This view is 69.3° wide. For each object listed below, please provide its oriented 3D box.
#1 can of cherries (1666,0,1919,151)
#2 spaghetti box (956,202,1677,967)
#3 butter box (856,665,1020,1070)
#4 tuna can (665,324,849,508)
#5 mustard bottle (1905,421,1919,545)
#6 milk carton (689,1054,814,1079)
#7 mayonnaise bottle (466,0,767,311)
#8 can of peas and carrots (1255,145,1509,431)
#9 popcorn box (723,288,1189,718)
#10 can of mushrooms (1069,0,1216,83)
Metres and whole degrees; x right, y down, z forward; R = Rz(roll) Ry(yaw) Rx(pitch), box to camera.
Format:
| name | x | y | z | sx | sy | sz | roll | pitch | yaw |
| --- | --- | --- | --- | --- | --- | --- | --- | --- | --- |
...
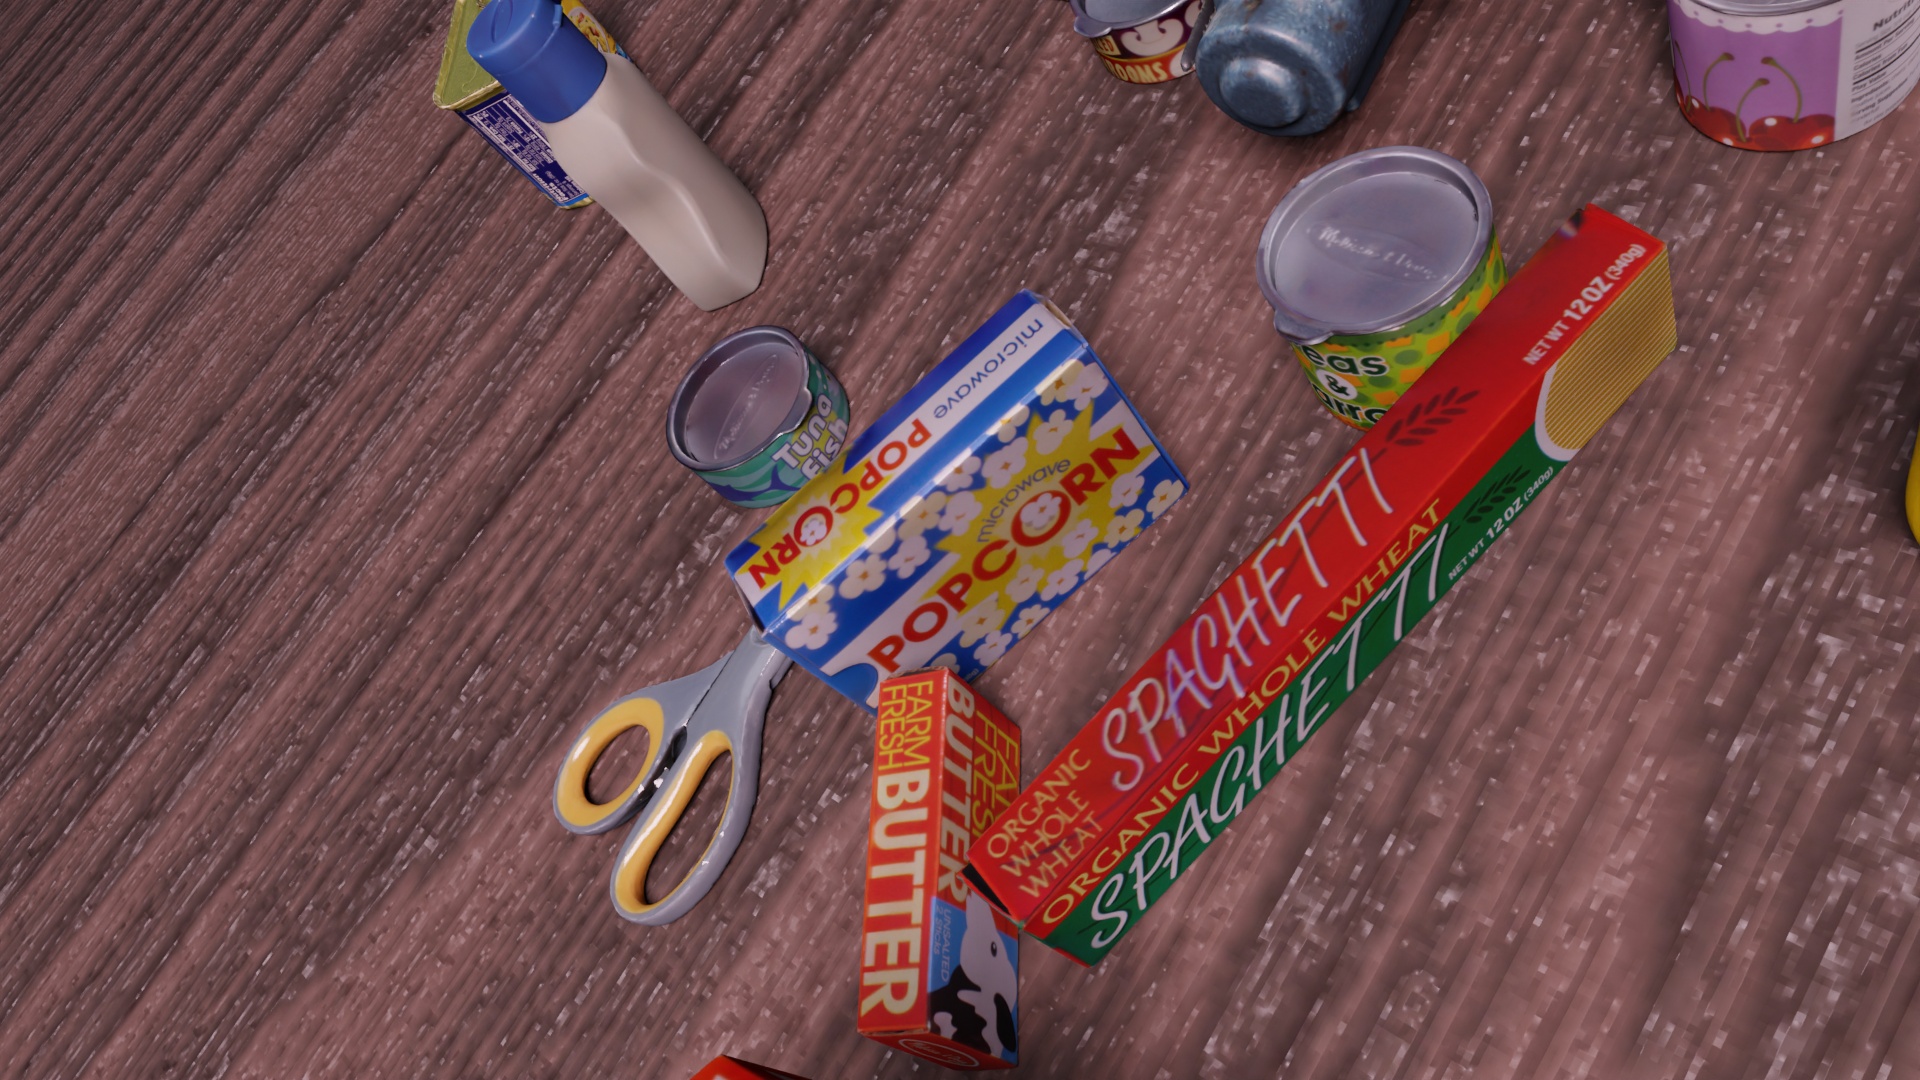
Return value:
| name | x | y | z | sx | sy | sz | roll | pitch | yaw |
| --- | --- | --- | --- | --- | --- | --- | --- | --- | --- |
| can of cherries | 0.238 | -0.157 | 0.400 | 0.071 | 0.058 | 0.072 | -15 | 56 | 23 |
| spaghetti box | 0.102 | 0.015 | 0.384 | 0.250 | 0.050 | 0.029 | -46 | 50 | -1 |
| butter box | -0.004 | 0.093 | 0.398 | 0.024 | 0.053 | 0.104 | -13 | 57 | 24 |
| tuna can | -0.077 | -0.047 | 0.540 | 0.071 | 0.032 | 0.071 | -15 | 56 | 23 |
| mustard bottle | 0.225 | -0.032 | 0.266 | 0.065 | 0.160 | 0.049 | 35 | 84 | 40 |
| milk carton | -0.008 | 0.157 | 0.272 | 0.072 | 0.190 | 0.073 | 13 | 70 | 36 |
| mayonnaise bottle | -0.135 | -0.159 | 0.567 | 0.041 | 0.147 | 0.065 | -20 | 54 | 20 |
| can of peas and carrots | 0.127 | -0.071 | 0.415 | 0.071 | 0.058 | 0.071 | -15 | 56 | 23 |
| popcorn box | 0.002 | -0.005 | 0.433 | 0.126 | 0.085 | 0.038 | -42 | 50 | 3 |
| can of mushrooms | 0.077 | -0.214 | 0.548 | 0.071 | 0.033 | 0.071 | -15 | 56 | 23 |
